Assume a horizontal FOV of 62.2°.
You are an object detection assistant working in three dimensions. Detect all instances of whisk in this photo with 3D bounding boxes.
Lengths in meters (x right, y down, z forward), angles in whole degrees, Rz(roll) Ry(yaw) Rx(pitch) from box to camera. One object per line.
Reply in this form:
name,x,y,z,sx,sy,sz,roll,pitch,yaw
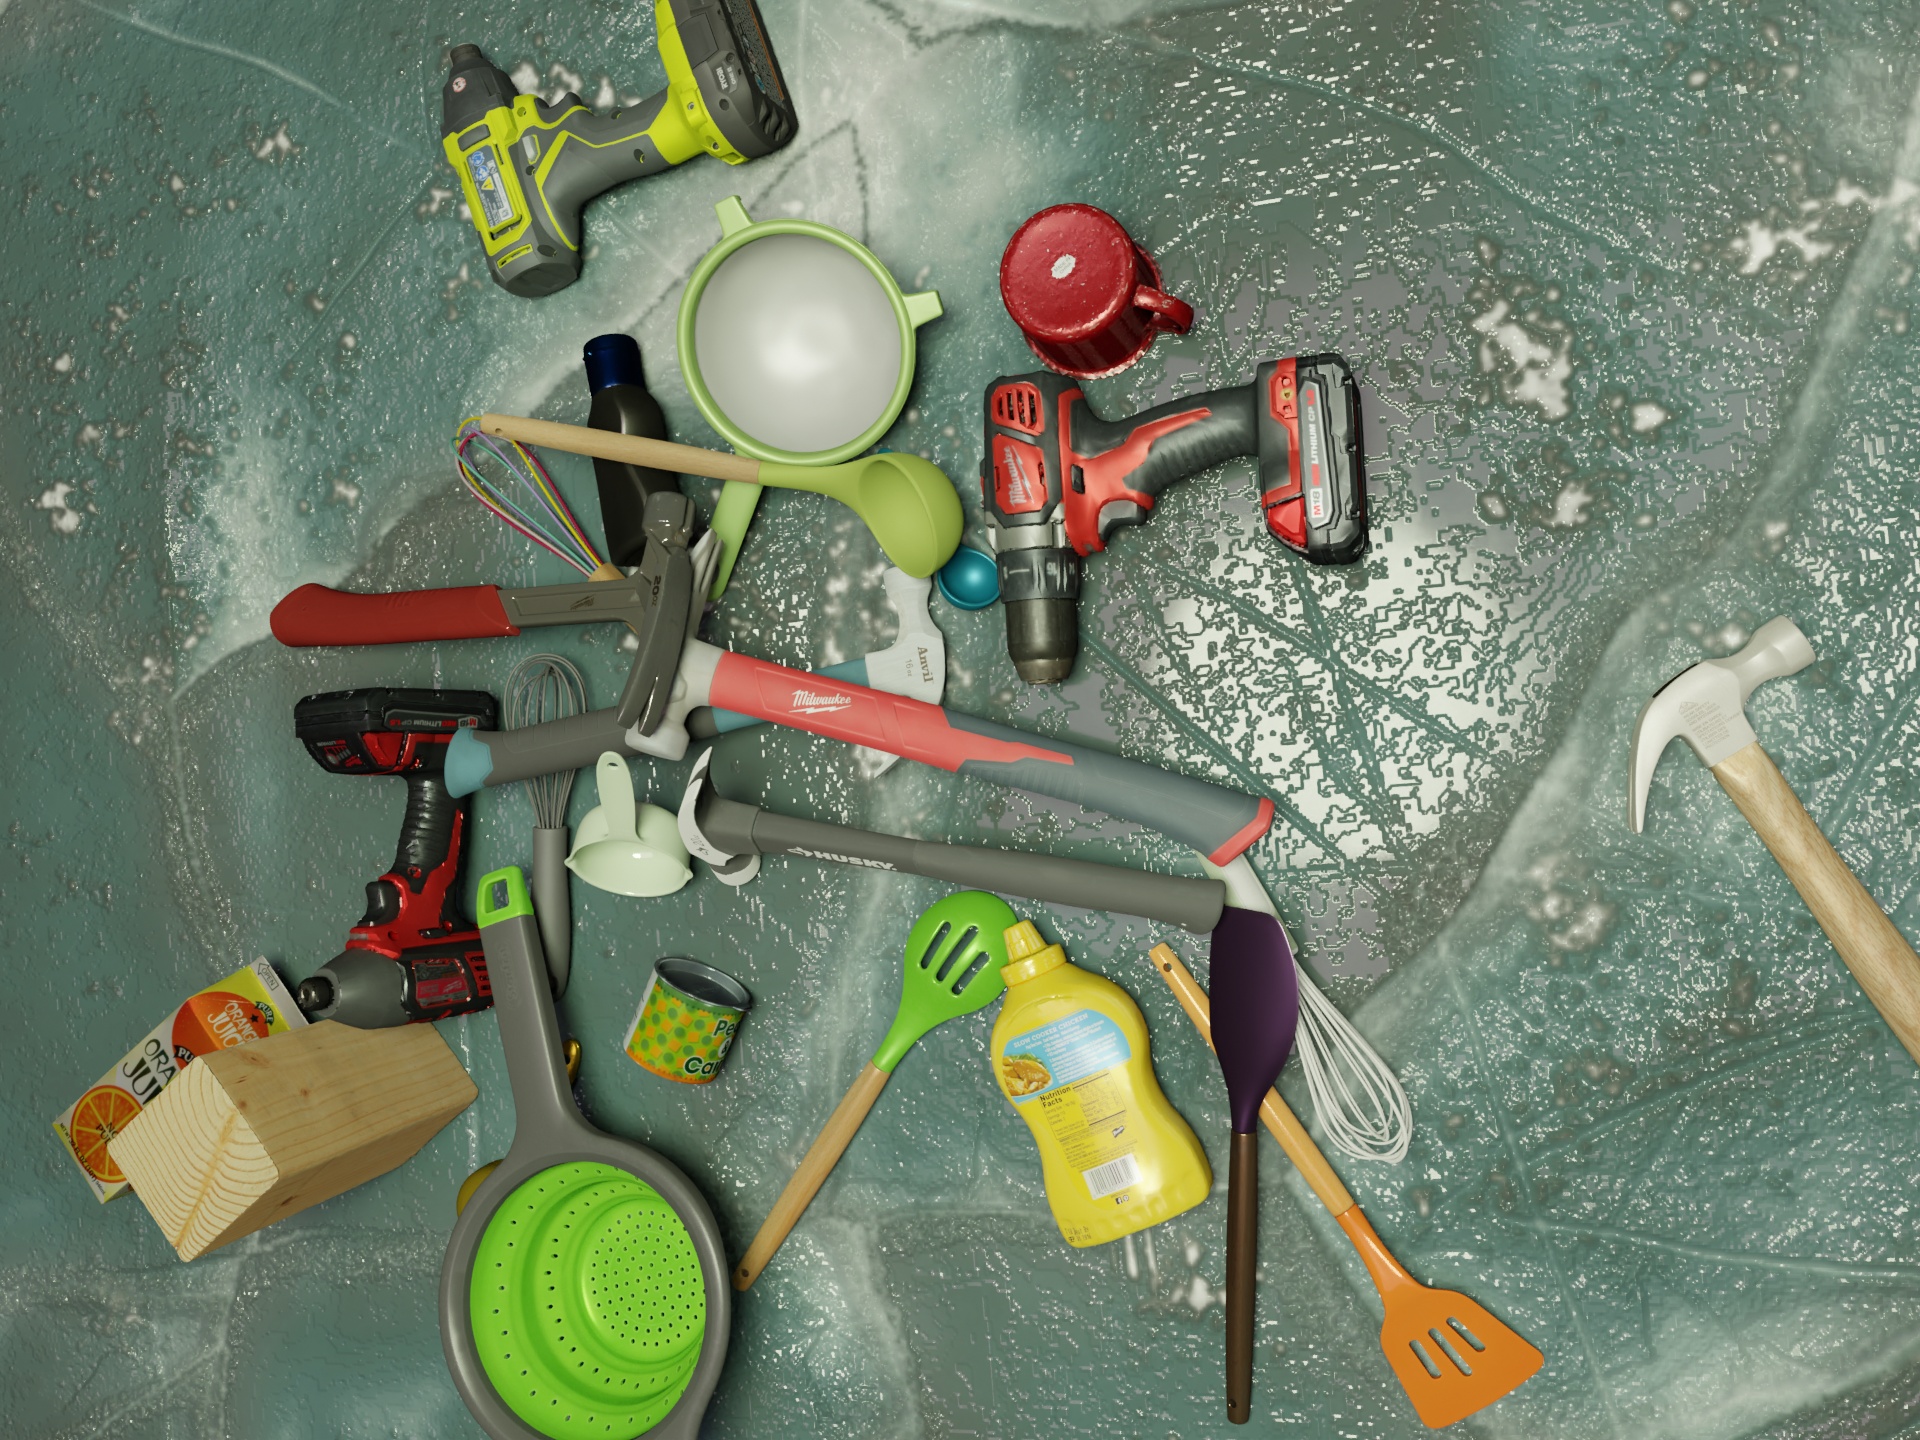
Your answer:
whisk,-0.256,-0.115,1.063,0.245,0.051,0.047,44,96,8
whisk,0.192,0.147,0.935,0.058,0.059,0.246,-24,77,-24
whisk,-0.279,0.074,1.069,0.055,0.055,0.239,2,95,16

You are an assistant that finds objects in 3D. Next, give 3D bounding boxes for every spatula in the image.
spatula,0.213,0.267,0.942,0.081,0.041,0.323,-38,76,13
spatula,0.168,0.265,0.935,0.060,0.018,0.316,7,101,40

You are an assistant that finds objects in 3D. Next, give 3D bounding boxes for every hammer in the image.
hammer,-0.010,0.082,0.951,0.335,0.146,0.035,8,64,12
hammer,-0.169,-0.004,1.013,0.331,0.033,0.128,-12,87,4
hammer,-0.323,-0.061,1.033,0.359,0.036,0.149,-1,72,31
hammer,-0.002,-0.003,0.952,0.386,0.038,0.143,15,82,9
hammer,0.483,0.114,0.858,0.130,0.031,0.331,-34,82,13

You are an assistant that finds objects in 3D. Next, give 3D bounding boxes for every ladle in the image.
ladle,-0.152,-0.150,0.977,0.320,0.062,0.078,12,136,9

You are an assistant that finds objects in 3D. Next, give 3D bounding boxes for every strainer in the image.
strainer,-0.117,-0.195,1.020,0.151,0.069,0.256,25,115,0

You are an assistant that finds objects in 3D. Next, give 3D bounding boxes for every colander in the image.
colander,-0.243,0.290,1.040,0.204,0.094,0.397,-19,76,15

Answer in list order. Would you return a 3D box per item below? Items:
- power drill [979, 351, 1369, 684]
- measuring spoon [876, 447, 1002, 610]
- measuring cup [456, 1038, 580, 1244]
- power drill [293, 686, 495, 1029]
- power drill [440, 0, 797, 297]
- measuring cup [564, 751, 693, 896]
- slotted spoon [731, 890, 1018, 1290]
power drill,0.122,-0.120,0.939,0.227,0.080,0.188,-3,89,19
measuring spoon,-0.019,-0.119,1.008,0.042,0.021,0.129,-25,71,-26
measuring cup,-0.297,0.288,1.081,0.062,0.029,0.156,27,99,14
power drill,-0.370,0.091,1.044,0.078,0.143,0.220,-5,87,33
power drill,-0.234,-0.401,1.039,0.223,0.080,0.171,-21,85,18
measuring cup,-0.209,0.055,0.999,0.083,0.167,0.038,6,54,-2
slotted spoon,-0.062,0.243,1.017,0.070,0.031,0.313,35,101,15
